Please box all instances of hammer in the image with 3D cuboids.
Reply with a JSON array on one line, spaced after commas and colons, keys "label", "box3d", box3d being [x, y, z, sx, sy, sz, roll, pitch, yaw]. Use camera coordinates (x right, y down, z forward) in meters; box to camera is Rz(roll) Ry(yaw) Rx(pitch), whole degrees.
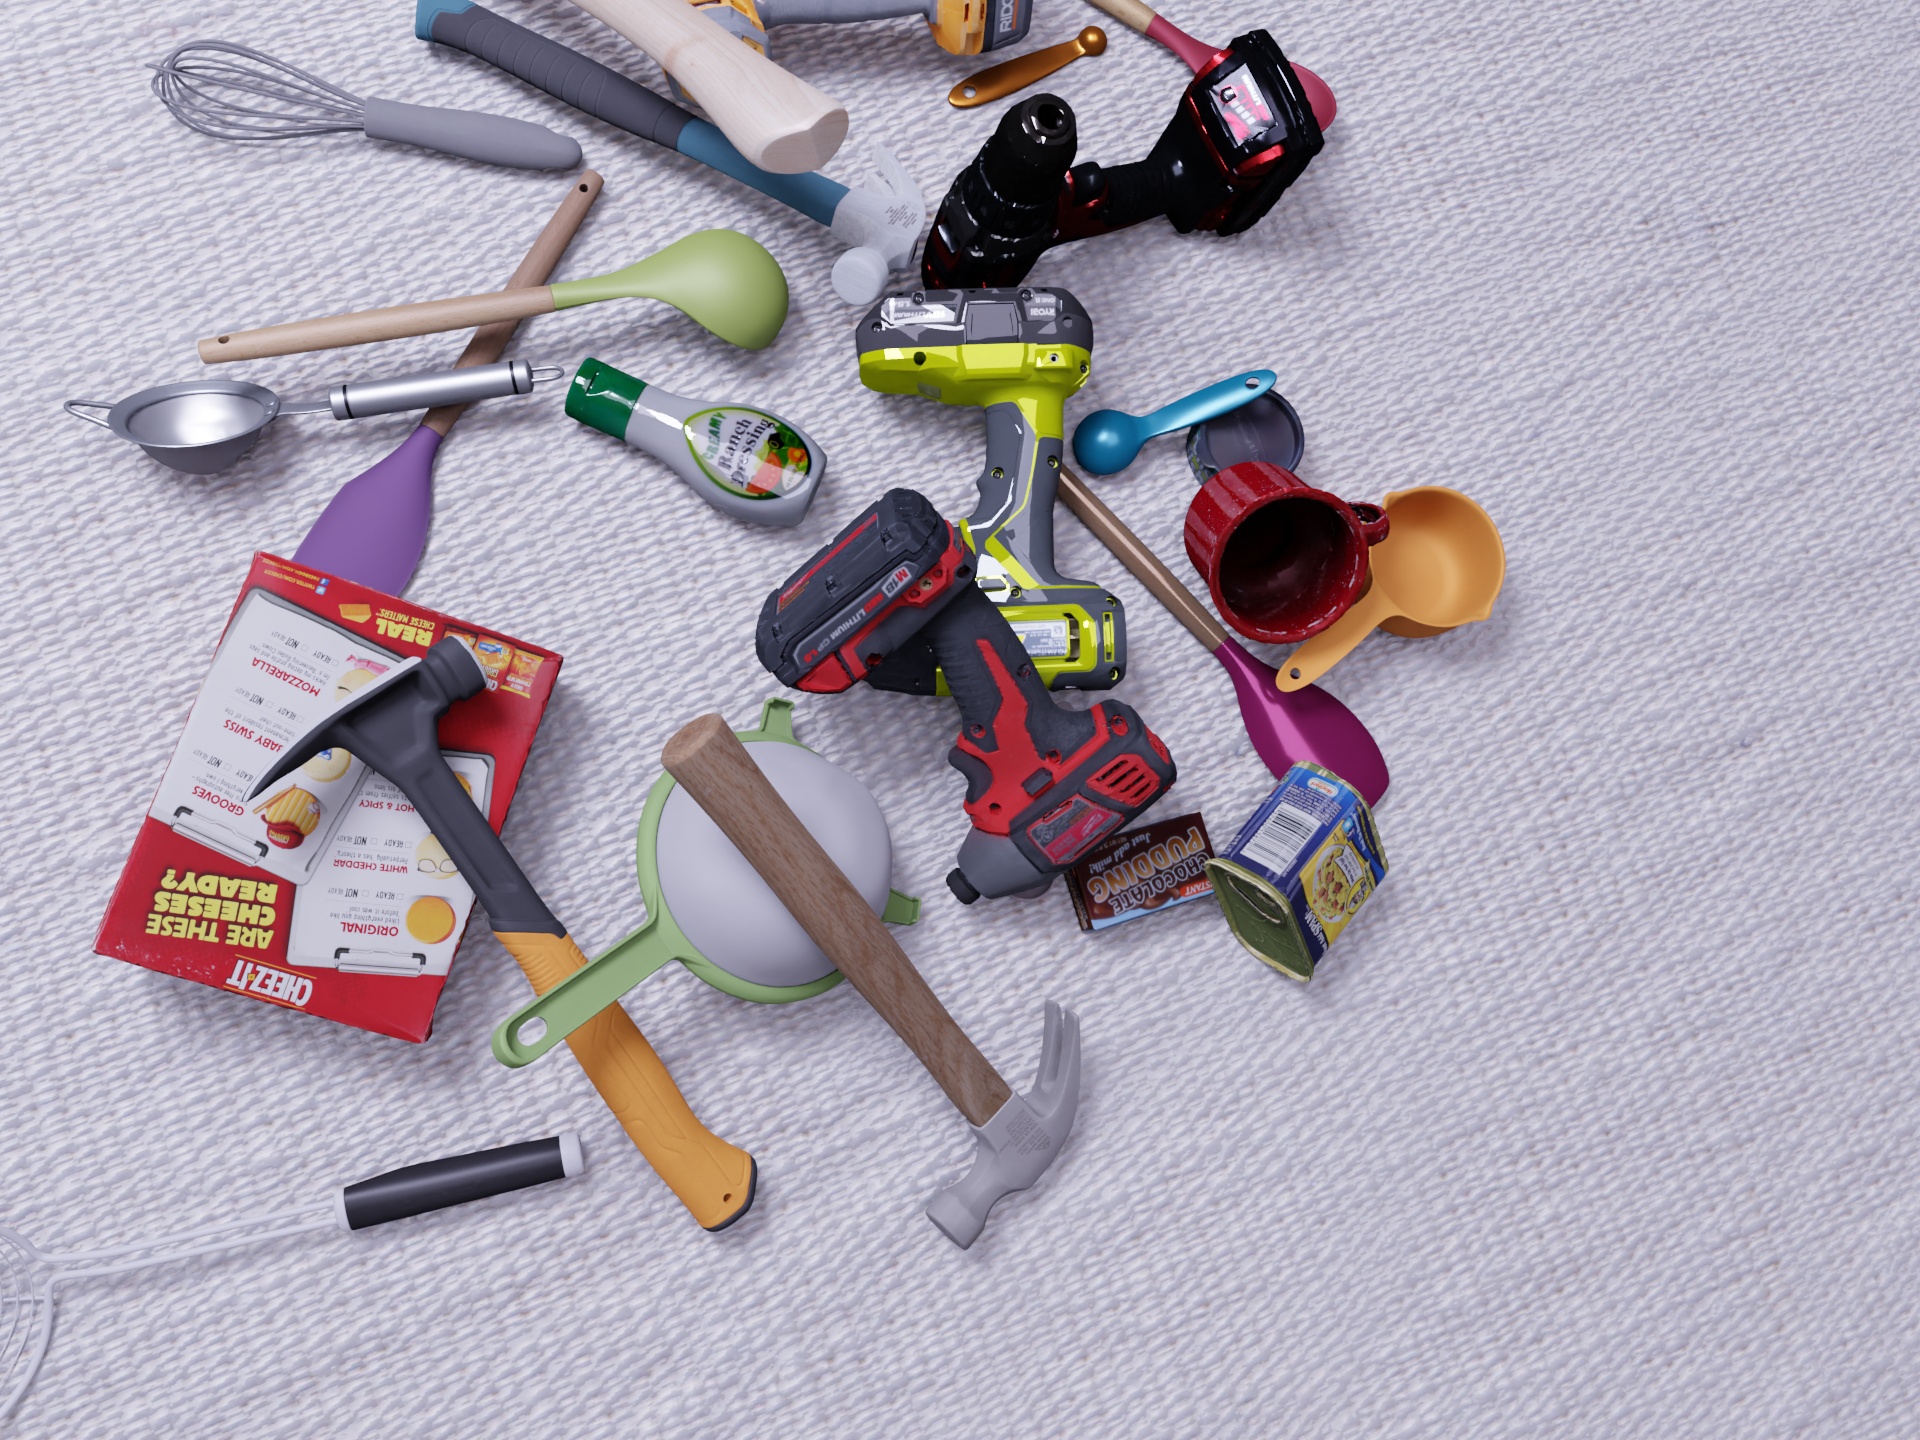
[{"label": "hammer", "box3d": [-0.040, 0.125, 0.811, 0.130, 0.031, 0.331, -44, 119, -18]}, {"label": "hammer", "box3d": [-0.212, 0.129, 0.804, 0.127, 0.034, 0.336, -39, 106, -27]}, {"label": "hammer", "box3d": [-0.171, -0.347, 0.927, 0.331, 0.033, 0.128, 27, 44, 2]}, {"label": "hammer", "box3d": [-0.208, -0.421, 0.876, 0.411, 0.038, 0.146, 39, 78, 21]}]

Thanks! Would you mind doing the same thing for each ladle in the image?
[{"label": "ladle", "box3d": [0.100, -0.460, 1.017, 0.315, 0.031, 0.069, 33, 67, -1]}, {"label": "ladle", "box3d": [-0.253, -0.223, 0.892, 0.320, 0.062, 0.078, -12, 62, -12]}]

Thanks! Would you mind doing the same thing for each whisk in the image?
[{"label": "whisk", "box3d": [-0.339, -0.348, 0.913, 0.239, 0.055, 0.055, 7, 79, -12]}]

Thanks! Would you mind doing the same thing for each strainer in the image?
[{"label": "strainer", "box3d": [-0.347, -0.170, 0.872, 0.258, 0.050, 0.087, -10, 37, -8]}, {"label": "strainer", "box3d": [-0.122, 0.093, 0.805, 0.256, 0.069, 0.151, -35, 94, -41]}]

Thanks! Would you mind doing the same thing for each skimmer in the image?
[{"label": "skimmer", "box3d": [-0.365, 0.273, 0.775, 0.363, 0.090, 0.127, -10, 114, -14]}]

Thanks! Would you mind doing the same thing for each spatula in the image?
[{"label": "spatula", "box3d": [-0.286, -0.185, 0.906, 0.059, 0.018, 0.316, 29, 78, -7]}]

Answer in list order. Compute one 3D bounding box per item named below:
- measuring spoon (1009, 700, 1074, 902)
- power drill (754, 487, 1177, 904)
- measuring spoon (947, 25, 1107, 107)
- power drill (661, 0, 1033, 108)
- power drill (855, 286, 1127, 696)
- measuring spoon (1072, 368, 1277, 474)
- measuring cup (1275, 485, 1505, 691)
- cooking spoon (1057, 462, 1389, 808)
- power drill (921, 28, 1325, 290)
[{"label": "measuring spoon", "box3d": [0.048, 0.048, 0.927, 0.034, 0.018, 0.124, 13, 71, 4]}, {"label": "power drill", "box3d": [-0.001, -0.003, 0.850, 0.143, 0.079, 0.219, -40, 109, 12]}, {"label": "measuring spoon", "box3d": [0.043, -0.415, 1.006, 0.117, 0.011, 0.021, -28, 86, -13]}, {"label": "power drill", "box3d": [-0.089, -0.460, 0.950, 0.226, 0.084, 0.186, -16, 62, -12]}, {"label": "power drill", "box3d": [0.003, -0.126, 0.909, 0.171, 0.080, 0.223, -2, 88, -2]}, {"label": "measuring spoon", "box3d": [0.126, -0.186, 0.949, 0.128, 0.021, 0.042, -20, 68, 11]}, {"label": "measuring cup", "box3d": [0.247, -0.068, 0.961, 0.173, 0.052, 0.095, -38, 88, -12]}, {"label": "cooking spoon", "box3d": [0.139, -0.064, 0.956, 0.319, 0.017, 0.069, 46, 69, 1]}, {"label": "power drill", "box3d": [0.092, -0.318, 0.912, 0.226, 0.188, 0.080, -25, 86, -17]}]
